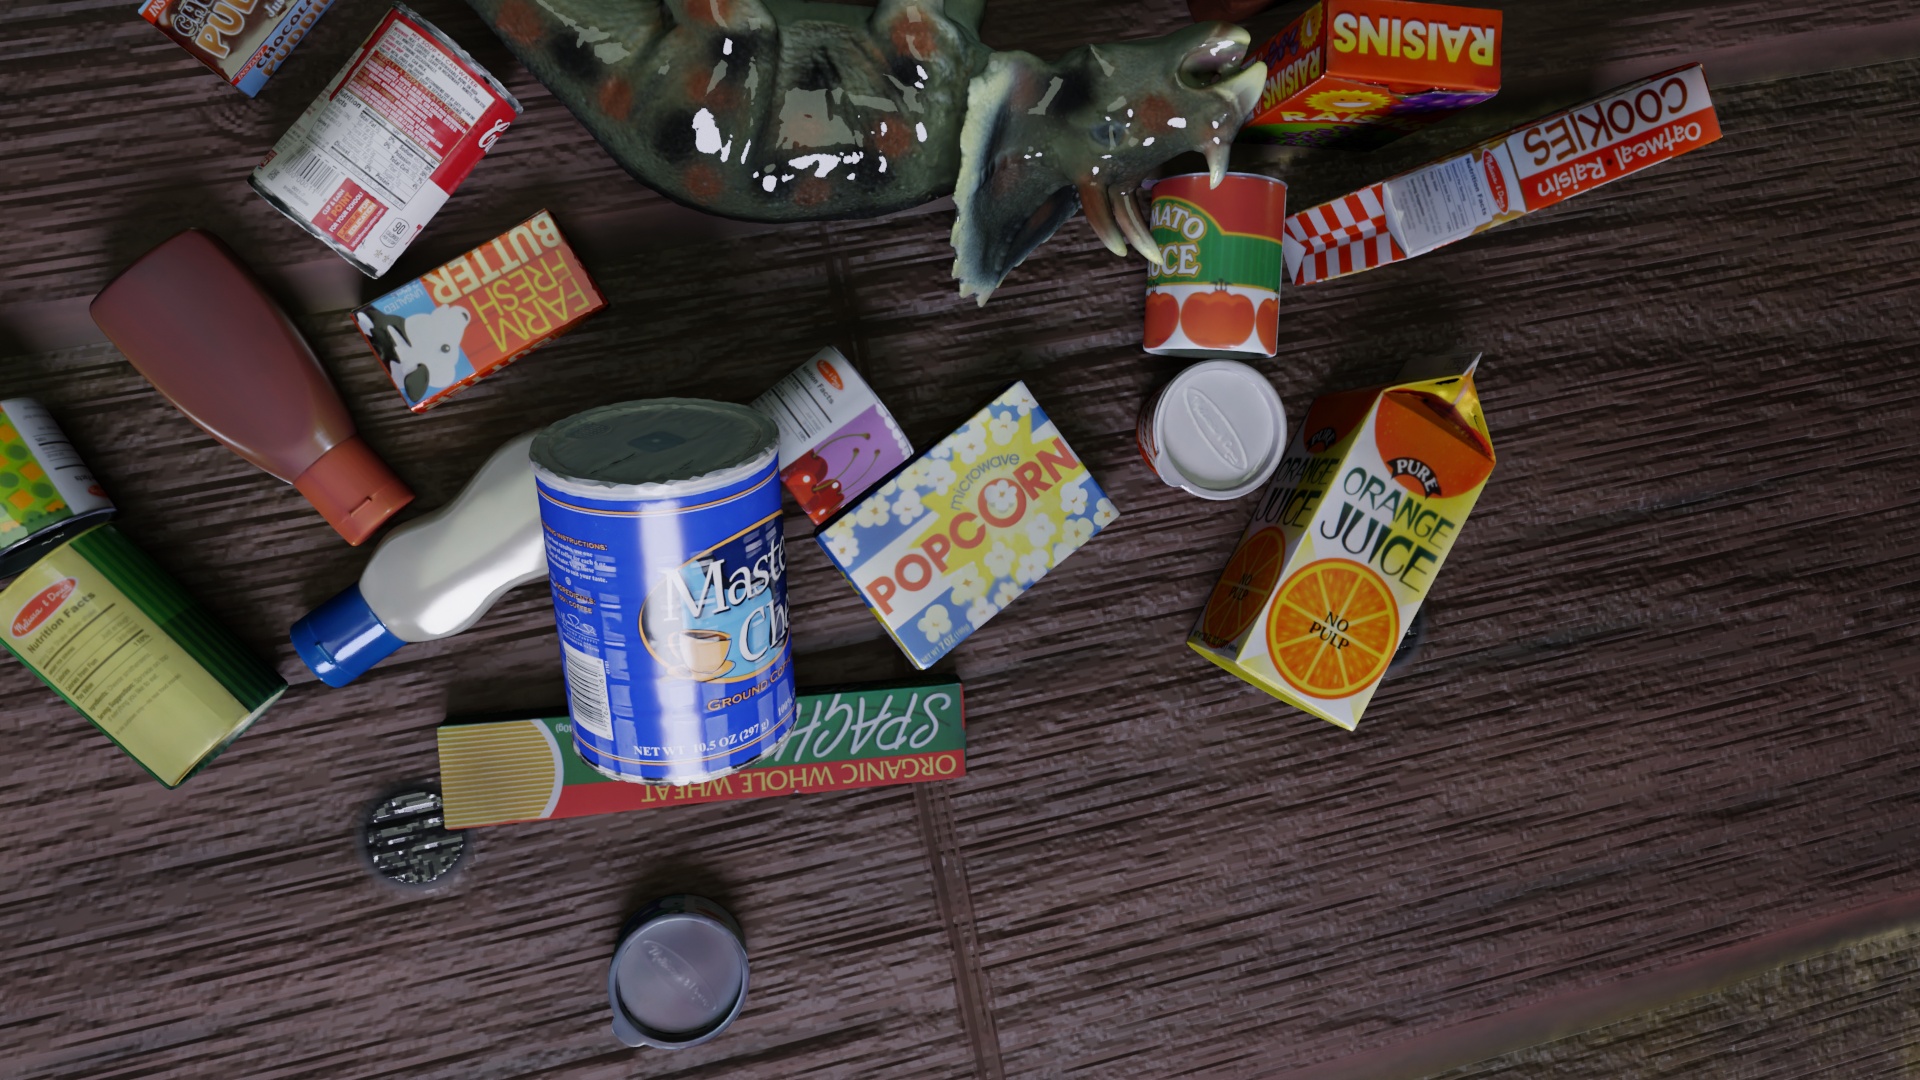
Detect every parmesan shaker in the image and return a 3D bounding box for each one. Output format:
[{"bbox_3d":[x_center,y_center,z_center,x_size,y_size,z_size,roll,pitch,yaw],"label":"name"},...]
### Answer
[{"bbox_3d":[-0.359,0.053,0.607,0.071,0.071,0.103,-44,100,-5],"label":"parmesan shaker"}]

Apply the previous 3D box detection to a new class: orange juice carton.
[{"bbox_3d":[0.199,-0.010,0.701,0.073,0.072,0.192,29,88,-11],"label":"orange juice carton"}]

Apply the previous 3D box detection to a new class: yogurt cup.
[{"bbox_3d":[0.121,-0.055,0.694,0.072,0.054,0.072,-1,93,-10],"label":"yogurt cup"}]

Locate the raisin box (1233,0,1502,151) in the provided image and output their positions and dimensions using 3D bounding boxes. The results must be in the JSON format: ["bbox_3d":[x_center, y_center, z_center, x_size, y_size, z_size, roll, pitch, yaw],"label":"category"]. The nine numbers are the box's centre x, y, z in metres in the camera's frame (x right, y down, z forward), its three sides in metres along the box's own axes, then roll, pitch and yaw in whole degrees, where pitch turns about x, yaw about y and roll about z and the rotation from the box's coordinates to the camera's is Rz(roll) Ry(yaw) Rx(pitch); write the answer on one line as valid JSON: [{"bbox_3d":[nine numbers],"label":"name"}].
[{"bbox_3d":[0.187,-0.219,0.663,0.086,0.123,0.040,2,93,-11],"label":"raisin box"}]

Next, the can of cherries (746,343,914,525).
[{"bbox_3d":[-0.064,-0.048,0.656,0.058,0.071,0.071,-39,99,-6],"label":"can of cherries"}]

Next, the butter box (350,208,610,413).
[{"bbox_3d":[-0.221,-0.106,0.645,0.103,0.024,0.053,-31,97,-8],"label":"butter box"}]

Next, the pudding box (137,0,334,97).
[{"bbox_3d":[-0.315,-0.247,0.619,0.049,0.030,0.084,38,86,-9],"label":"pudding box"}]

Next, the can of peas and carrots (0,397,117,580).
[{"bbox_3d":[-0.412,-0.019,0.593,0.071,0.071,0.058,-32,97,-7],"label":"can of peas and carrots"}]

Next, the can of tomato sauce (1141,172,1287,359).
[{"bbox_3d":[0.123,-0.133,0.684,0.071,0.071,0.083,2,93,-10],"label":"can of tomato sauce"}]

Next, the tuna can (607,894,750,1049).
[{"bbox_3d":[-0.137,0.209,0.670,0.071,0.033,0.071,-1,93,-10],"label":"tuna can"}]

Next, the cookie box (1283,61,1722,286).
[{"bbox_3d":[0.255,-0.176,0.677,0.168,0.123,0.040,-22,97,-8],"label":"cookie box"}]

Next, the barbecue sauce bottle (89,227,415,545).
[{"bbox_3d":[-0.310,-0.064,0.622,0.065,0.043,0.148,-41,99,-6],"label":"barbecue sauce bottle"}]

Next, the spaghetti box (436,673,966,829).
[{"bbox_3d":[-0.120,0.100,0.670,0.250,0.028,0.050,-4,94,-10],"label":"spaghetti box"}]

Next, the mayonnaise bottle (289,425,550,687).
[{"bbox_3d":[-0.234,0.010,0.640,0.148,0.041,0.064,-35,103,-6],"label":"mayonnaise bottle"}]

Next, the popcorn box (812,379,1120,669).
[{"bbox_3d":[0.002,-0.009,0.682,0.127,0.038,0.085,-38,98,-6],"label":"popcorn box"}]
